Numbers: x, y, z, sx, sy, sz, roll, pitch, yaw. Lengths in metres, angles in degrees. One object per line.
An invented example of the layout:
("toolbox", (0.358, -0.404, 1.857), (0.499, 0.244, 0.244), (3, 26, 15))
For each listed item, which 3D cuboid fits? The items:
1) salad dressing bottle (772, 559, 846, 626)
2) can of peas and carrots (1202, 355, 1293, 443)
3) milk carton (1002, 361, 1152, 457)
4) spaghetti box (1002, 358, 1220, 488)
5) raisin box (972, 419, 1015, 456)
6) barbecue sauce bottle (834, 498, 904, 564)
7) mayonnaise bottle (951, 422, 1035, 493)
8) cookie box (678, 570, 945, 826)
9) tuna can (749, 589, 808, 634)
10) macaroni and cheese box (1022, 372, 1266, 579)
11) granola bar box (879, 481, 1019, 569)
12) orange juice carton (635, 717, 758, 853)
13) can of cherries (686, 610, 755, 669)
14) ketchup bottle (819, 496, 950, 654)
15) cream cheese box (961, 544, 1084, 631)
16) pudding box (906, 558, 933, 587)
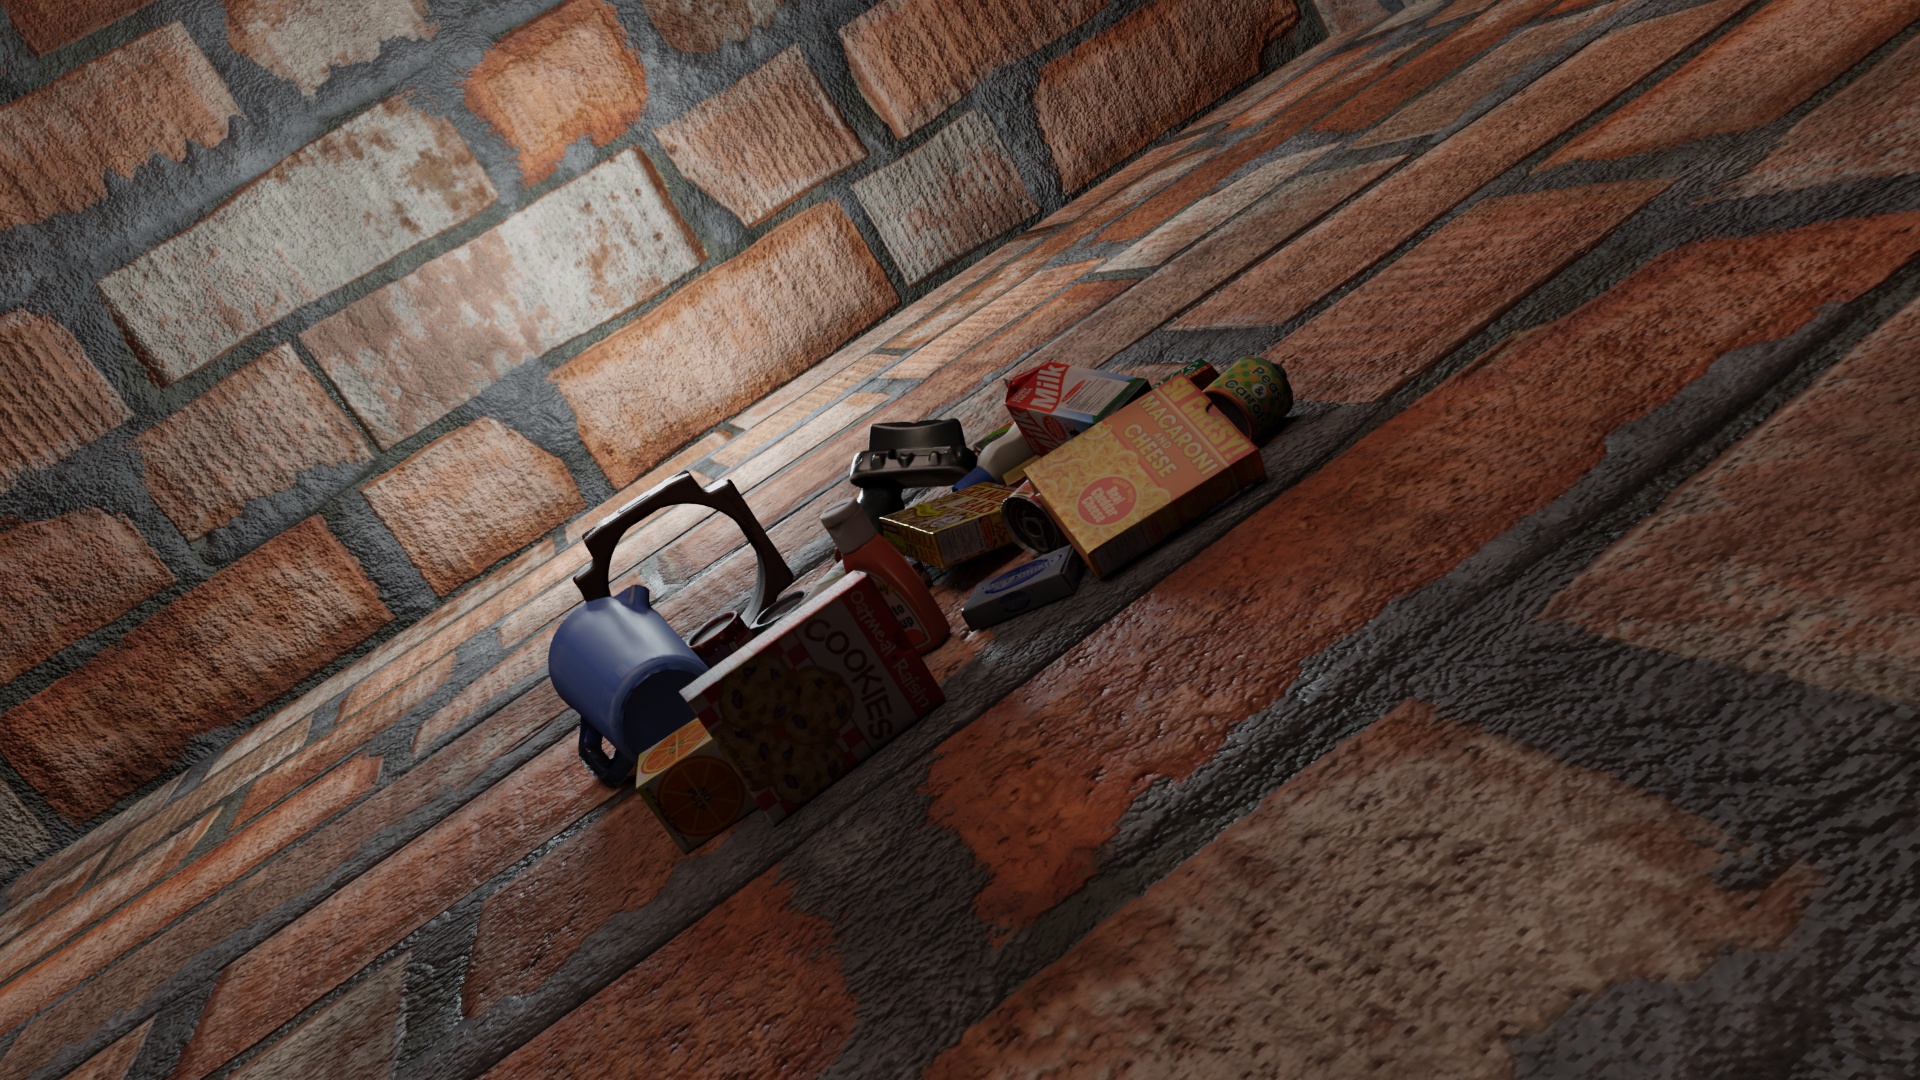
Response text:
("salad dressing bottle", (-0.134, 0.059, 1.443), (0.064, 0.044, 0.148), (-10, 27, 50))
("can of peas and carrots", (0.255, -0.124, 1.241), (0.059, 0.071, 0.071), (-39, 18, -24))
("milk carton", (0.115, -0.127, 1.405), (0.074, 0.072, 0.191), (-45, 35, -19))
("spaghetti box", (0.159, -0.114, 1.457), (0.250, 0.028, 0.050), (-30, 17, 4))
("raisin box", (0.082, -0.121, 1.599), (0.123, 0.040, 0.086), (-31, 15, -3))
("barbecue sauce bottle", (-0.110, -0.011, 1.609), (0.065, 0.043, 0.149), (-18, 20, 19))
("mayonnaise bottle", (0.056, -0.090, 1.515), (0.148, 0.064, 0.041), (-40, 20, -16))
("cookie box", (-0.112, 0.120, 1.078), (0.168, 0.122, 0.040), (-35, 17, -13))
("tuna can", (-0.185, 0.086, 1.476), (0.071, 0.032, 0.071), (-29, 16, 9))
("macaroni and cheese box", (0.154, -0.058, 1.180), (0.166, 0.040, 0.124), (-32, 47, -2))
("granola bar box", (0.005, -0.017, 1.379), (0.124, 0.039, 0.165), (-20, 13, -18))
("orange juice carton", (-0.164, 0.164, 1.135), (0.193, 0.071, 0.073), (-33, 16, -3))
("can of cherries", (-0.243, 0.114, 1.450), (0.071, 0.058, 0.072), (-29, 16, 9))
("ketchup bottle", (-0.070, 0.032, 1.217), (0.064, 0.148, 0.044), (-21, 18, 34))
("cream cheese box", (0.054, 0.040, 1.193), (0.103, 0.024, 0.053), (-23, 18, 27))
("pudding box", (-0.069, 0.043, 1.398), (0.050, 0.030, 0.083), (-37, 17, -22))
